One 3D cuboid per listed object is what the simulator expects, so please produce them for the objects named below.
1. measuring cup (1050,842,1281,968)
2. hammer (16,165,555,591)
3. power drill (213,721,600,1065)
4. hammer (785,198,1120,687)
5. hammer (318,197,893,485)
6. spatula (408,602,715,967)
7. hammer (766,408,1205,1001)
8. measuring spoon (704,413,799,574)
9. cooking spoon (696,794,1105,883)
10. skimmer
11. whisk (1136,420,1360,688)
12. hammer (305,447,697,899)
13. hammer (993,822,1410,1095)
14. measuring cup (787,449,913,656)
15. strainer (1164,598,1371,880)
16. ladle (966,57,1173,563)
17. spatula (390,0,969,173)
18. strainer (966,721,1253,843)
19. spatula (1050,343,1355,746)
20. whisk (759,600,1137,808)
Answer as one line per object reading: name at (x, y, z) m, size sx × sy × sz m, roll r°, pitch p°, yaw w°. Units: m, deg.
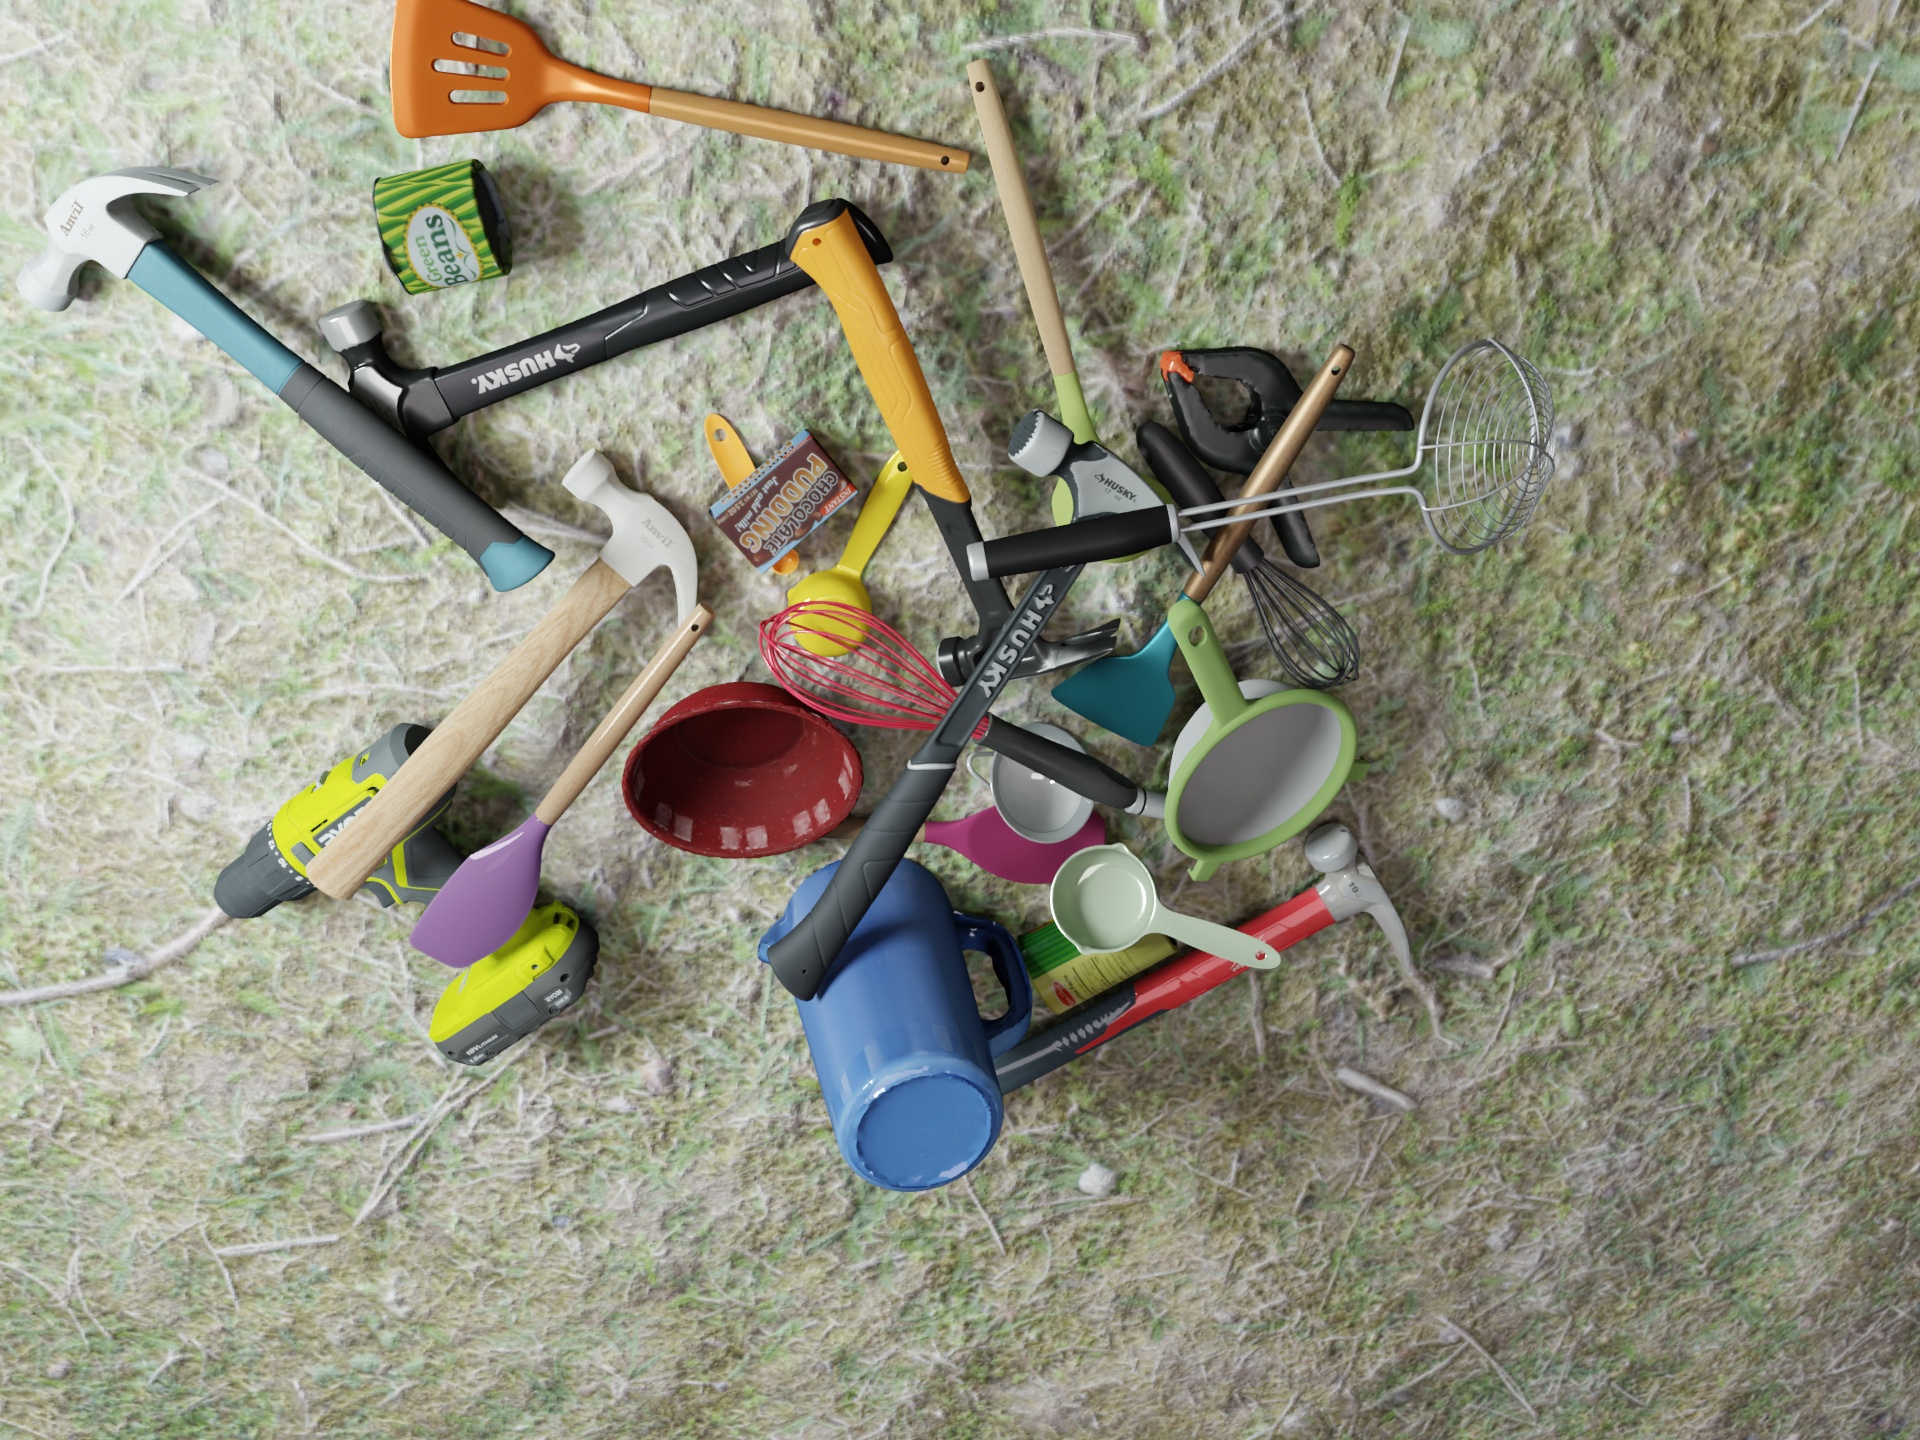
measuring cup at (0.146, 0.142, 1.125) m, size 0.167 × 0.038 × 0.083 m, roll 19°, pitch 87°, yaw 16°
hammer at (-0.382, -0.191, 0.936) m, size 0.330 × 0.033 × 0.128 m, roll 41°, pitch 118°, yaw -15°
power drill at (-0.387, 0.133, 1.120) m, size 0.190 × 0.080 × 0.228 m, roll -34°, pitch 113°, yaw 11°
hammer at (-0.012, -0.163, 0.982) m, size 0.127 × 0.034 × 0.336 m, roll -10°, pitch 126°, yaw 24°
hammer at (-0.201, -0.233, 0.962) m, size 0.335 × 0.035 × 0.146 m, roll -19°, pitch 118°, yaw 5°
spatula at (-0.258, 0.047, 1.048) m, size 0.059 × 0.018 × 0.316 m, roll 33°, pitch 105°, yaw -24°
hammer at (-0.003, 0.013, 1.008) m, size 0.149 × 0.036 × 0.409 m, roll 27°, pitch 105°, yaw -23°
measuring spoon at (-0.136, -0.146, 1.030) m, size 0.021 × 0.011 × 0.116 m, roll -27°, pitch 115°, yaw -3°
cooking spoon at (-0.051, 0.079, 1.154) m, size 0.319 × 0.017 × 0.068 m, roll 4°, pitch 104°, yaw -7°
skimmer at (0.182, -0.137, 0.951) m, size 0.363 × 0.090 × 0.127 m, roll -11°, pitch 113°, yaw 2°
whisk at (0.192, -0.108, 1.063) m, size 0.055 × 0.055 × 0.238 m, roll -37°, pitch 110°, yaw 14°
hammer at (-0.298, -0.012, 1.029) m, size 0.130 × 0.031 × 0.331 m, roll 42°, pitch 92°, yaw -24°
hammer at (0.158, 0.224, 1.242) m, size 0.386 × 0.038 × 0.143 m, roll -30°, pitch 118°, yaw 11°
measuring cup at (-0.065, -0.109, 1.044) m, size 0.062 × 0.029 × 0.156 m, roll 22°, pitch 115°, yaw -16°
strainer at (0.176, -0.007, 1.074) m, size 0.151 × 0.069 × 0.256 m, roll -33°, pitch 135°, yaw 1°
ladle at (0.061, -0.244, 0.982) m, size 0.078 × 0.062 × 0.320 m, roll -8°, pitch 114°, yaw 25°
spatula at (-0.152, -0.345, 0.902) m, size 0.322 × 0.041 × 0.081 m, roll 7°, pitch 117°, yaw -10°
strainer at (0.117, 0.058, 1.147) m, size 0.258 × 0.050 × 0.087 m, roll 12°, pitch 73°, yaw -17°
spatula at (0.163, -0.107, 1.033) m, size 0.082 × 0.044 × 0.317 m, roll 28°, pitch 119°, yaw -4°
whisk at (-0.002, -0.003, 1.057) m, size 0.295 × 0.073 × 0.073 m, roll 25°, pitch 113°, yaw -22°
